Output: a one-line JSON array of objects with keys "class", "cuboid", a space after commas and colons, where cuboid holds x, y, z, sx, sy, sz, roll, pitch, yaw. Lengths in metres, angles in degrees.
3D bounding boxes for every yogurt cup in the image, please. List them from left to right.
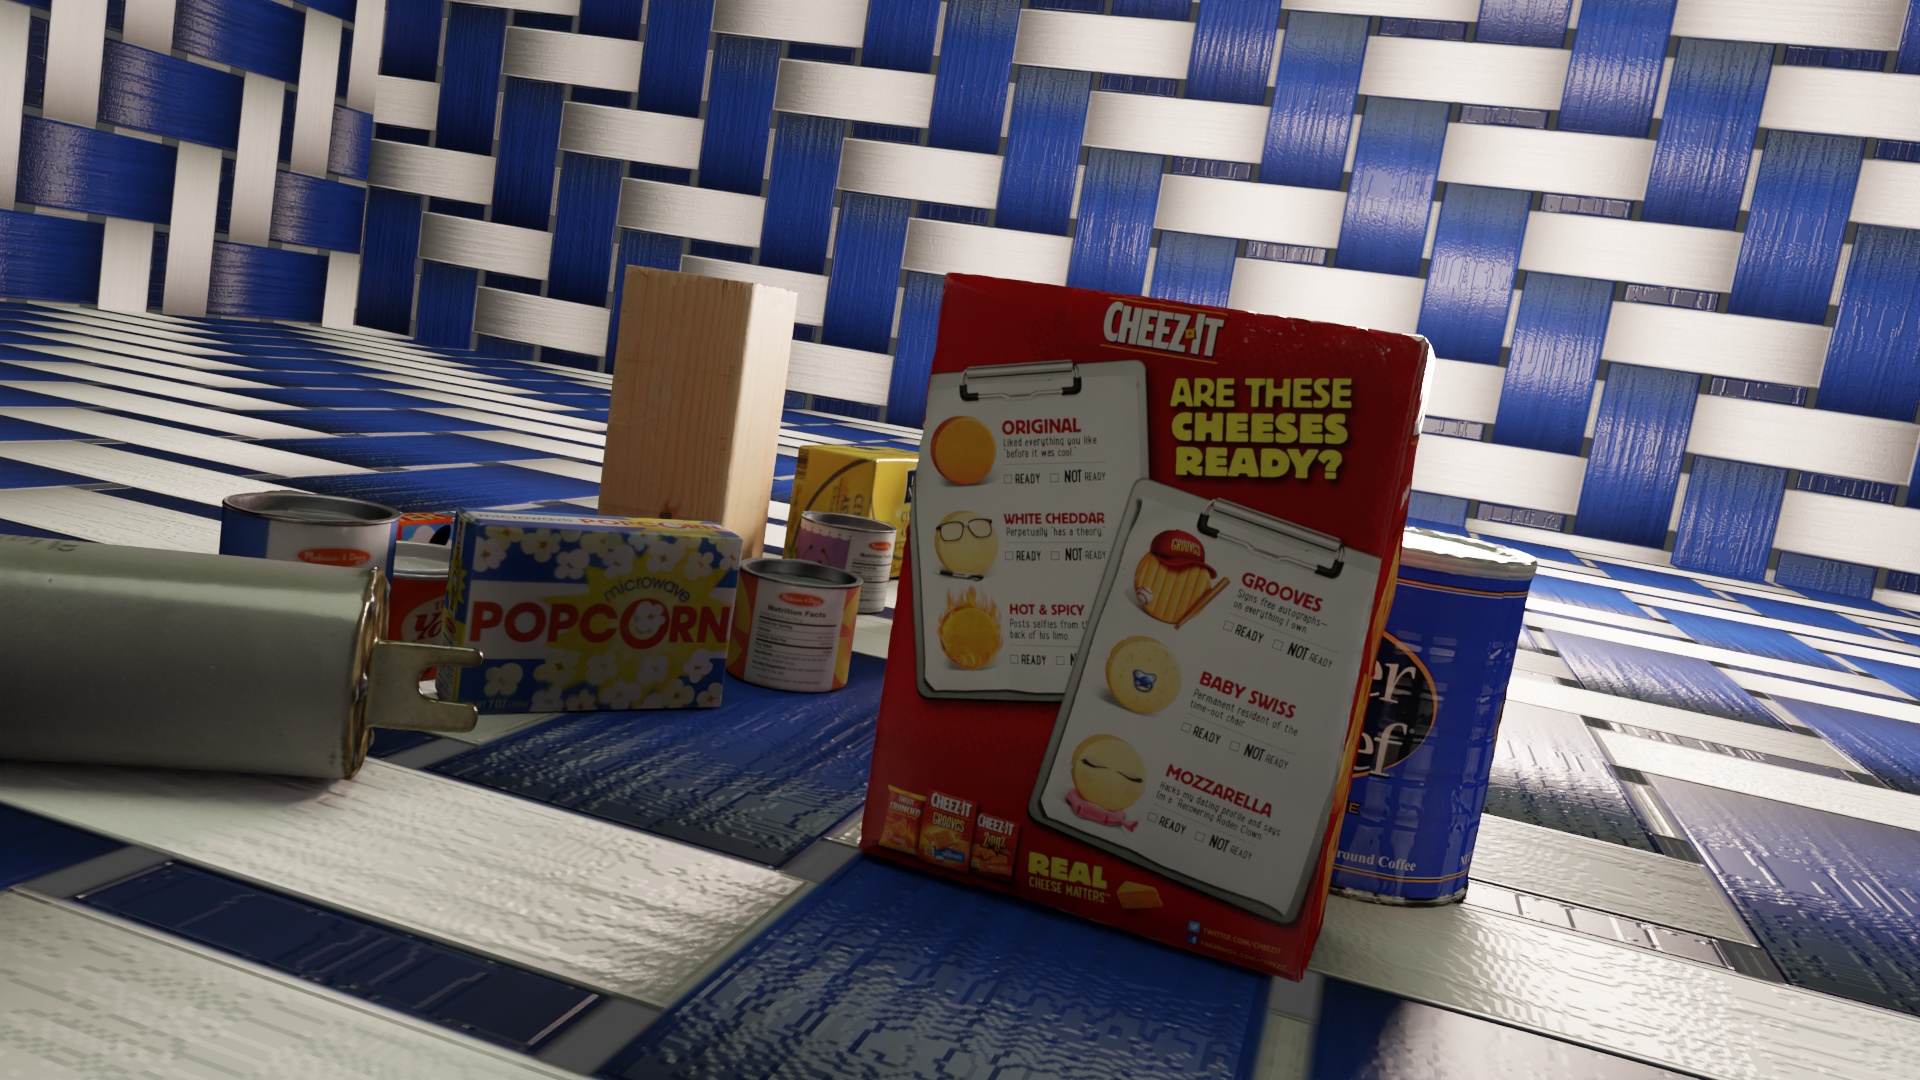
[{"class": "yogurt cup", "cuboid": [-0.259, 0.032, 0.646, 0.072, 0.054, 0.072, 9, 8, -1]}]

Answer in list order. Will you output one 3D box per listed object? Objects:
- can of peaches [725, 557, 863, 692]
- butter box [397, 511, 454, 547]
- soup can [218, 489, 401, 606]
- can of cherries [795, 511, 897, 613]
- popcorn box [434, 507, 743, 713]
[{"class": "can of peaches", "cuboid": [-0.088, 0.044, 0.739, 0.071, 0.058, 0.071, 9, 8, -1]}, {"class": "butter box", "cuboid": [-0.313, 0.014, 0.719, 0.024, 0.053, 0.104, 13, 9, 29]}, {"class": "soup can", "cuboid": [-0.270, 0.026, 0.571, 0.071, 0.083, 0.071, 9, 8, -1]}, {"class": "can of cherries", "cuboid": [-0.082, 0.014, 0.953, 0.071, 0.058, 0.071, 9, 8, -1]}, {"class": "popcorn box", "cuboid": [-0.168, 0.032, 0.634, 0.127, 0.085, 0.038, 3, 9, -35]}]
